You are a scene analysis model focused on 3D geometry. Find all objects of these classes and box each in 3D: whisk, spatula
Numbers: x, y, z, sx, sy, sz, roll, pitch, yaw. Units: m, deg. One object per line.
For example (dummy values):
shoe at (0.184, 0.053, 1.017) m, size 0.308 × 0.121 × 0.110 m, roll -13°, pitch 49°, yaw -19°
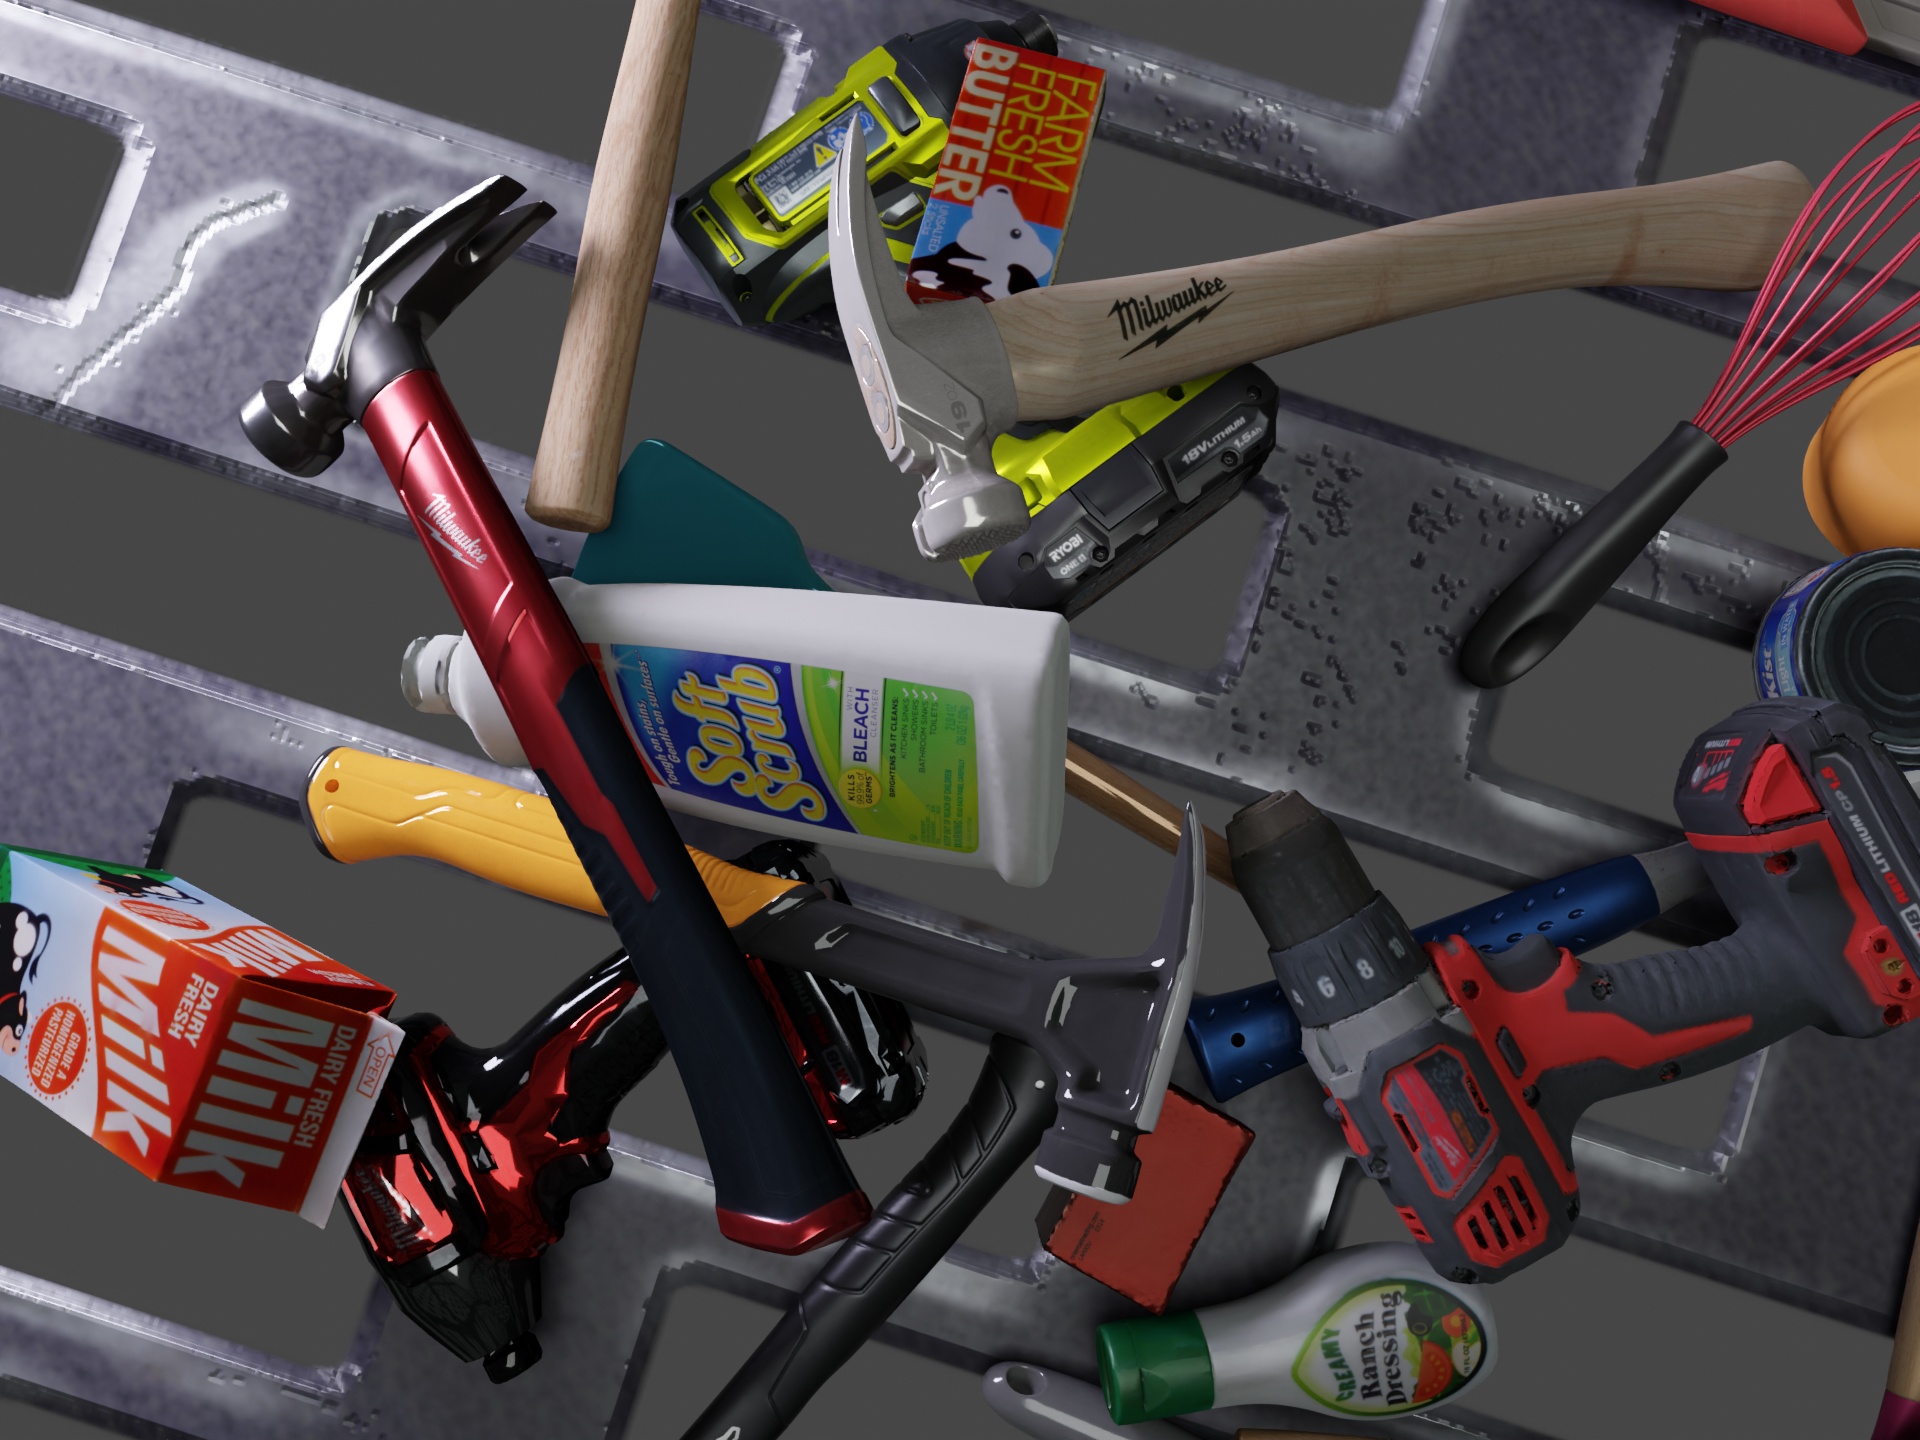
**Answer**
whisk at (0.305, -0.123, 0.620) m, size 0.073 × 0.073 × 0.296 m, roll 43°, pitch 100°, yaw 2°
whisk at (0.121, 0.299, 0.615) m, size 0.239 × 0.055 × 0.055 m, roll 21°, pitch 86°, yaw 5°
spatula at (-0.001, -0.002, 0.633) m, size 0.317 × 0.044 × 0.082 m, roll 31°, pitch 110°, yaw 0°

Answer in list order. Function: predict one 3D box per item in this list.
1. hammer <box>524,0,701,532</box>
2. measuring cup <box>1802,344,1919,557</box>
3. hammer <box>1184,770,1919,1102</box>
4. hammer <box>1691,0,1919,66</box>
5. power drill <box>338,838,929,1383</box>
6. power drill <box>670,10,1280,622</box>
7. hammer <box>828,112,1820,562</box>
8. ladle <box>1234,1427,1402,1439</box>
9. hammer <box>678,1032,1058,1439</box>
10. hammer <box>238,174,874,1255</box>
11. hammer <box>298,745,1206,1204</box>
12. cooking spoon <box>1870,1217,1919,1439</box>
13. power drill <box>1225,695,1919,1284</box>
hammer at (-0.122, -0.235, 0.611) m, size 0.130 × 0.031 × 0.331 m, roll 5°, pitch 82°, yaw 38°
measuring cup at (0.420, -0.087, 0.609) m, size 0.174 × 0.052 × 0.095 m, roll 26°, pitch 83°, yaw 24°
hammer at (0.286, 0.068, 0.635) m, size 0.405 × 0.035 × 0.144 m, roll -20°, pitch 86°, yaw -2°
hammer at (0.328, -0.301, 0.661) m, size 0.359 × 0.036 × 0.149 m, roll 19°, pitch 86°, yaw 0°
power drill at (-0.129, 0.148, 0.607) m, size 0.219 × 0.078 × 0.143 m, roll -27°, pitch 86°, yaw 1°
power drill at (0.017, -0.162, 0.629) m, size 0.171 × 0.080 × 0.223 m, roll -37°, pitch 84°, yaw -3°
hammer at (0.153, -0.172, 0.588) m, size 0.410 × 0.038 × 0.146 m, roll -16°, pitch 85°, yaw -20°
ladle at (0.263, 0.289, 0.588) m, size 0.320 × 0.062 × 0.078 m, roll 7°, pitch 81°, yaw 0°
hammer at (-0.062, 0.255, 0.619) m, size 0.146 × 0.035 × 0.335 m, roll 42°, pitch 86°, yaw 3°
hammer at (-0.122, -0.008, 0.534) m, size 0.143 × 0.038 × 0.387 m, roll -37°, pitch 69°, yaw 14°
hammer at (-0.084, 0.055, 0.554) m, size 0.337 × 0.034 × 0.127 m, roll 13°, pitch 76°, yaw 18°
cooking spoon at (0.382, 0.243, 0.633) m, size 0.068 × 0.017 × 0.319 m, roll 15°, pitch 87°, yaw -3°
power drill at (0.224, 0.073, 0.581) m, size 0.226 × 0.080 × 0.188 m, roll -29°, pitch 86°, yaw 0°
